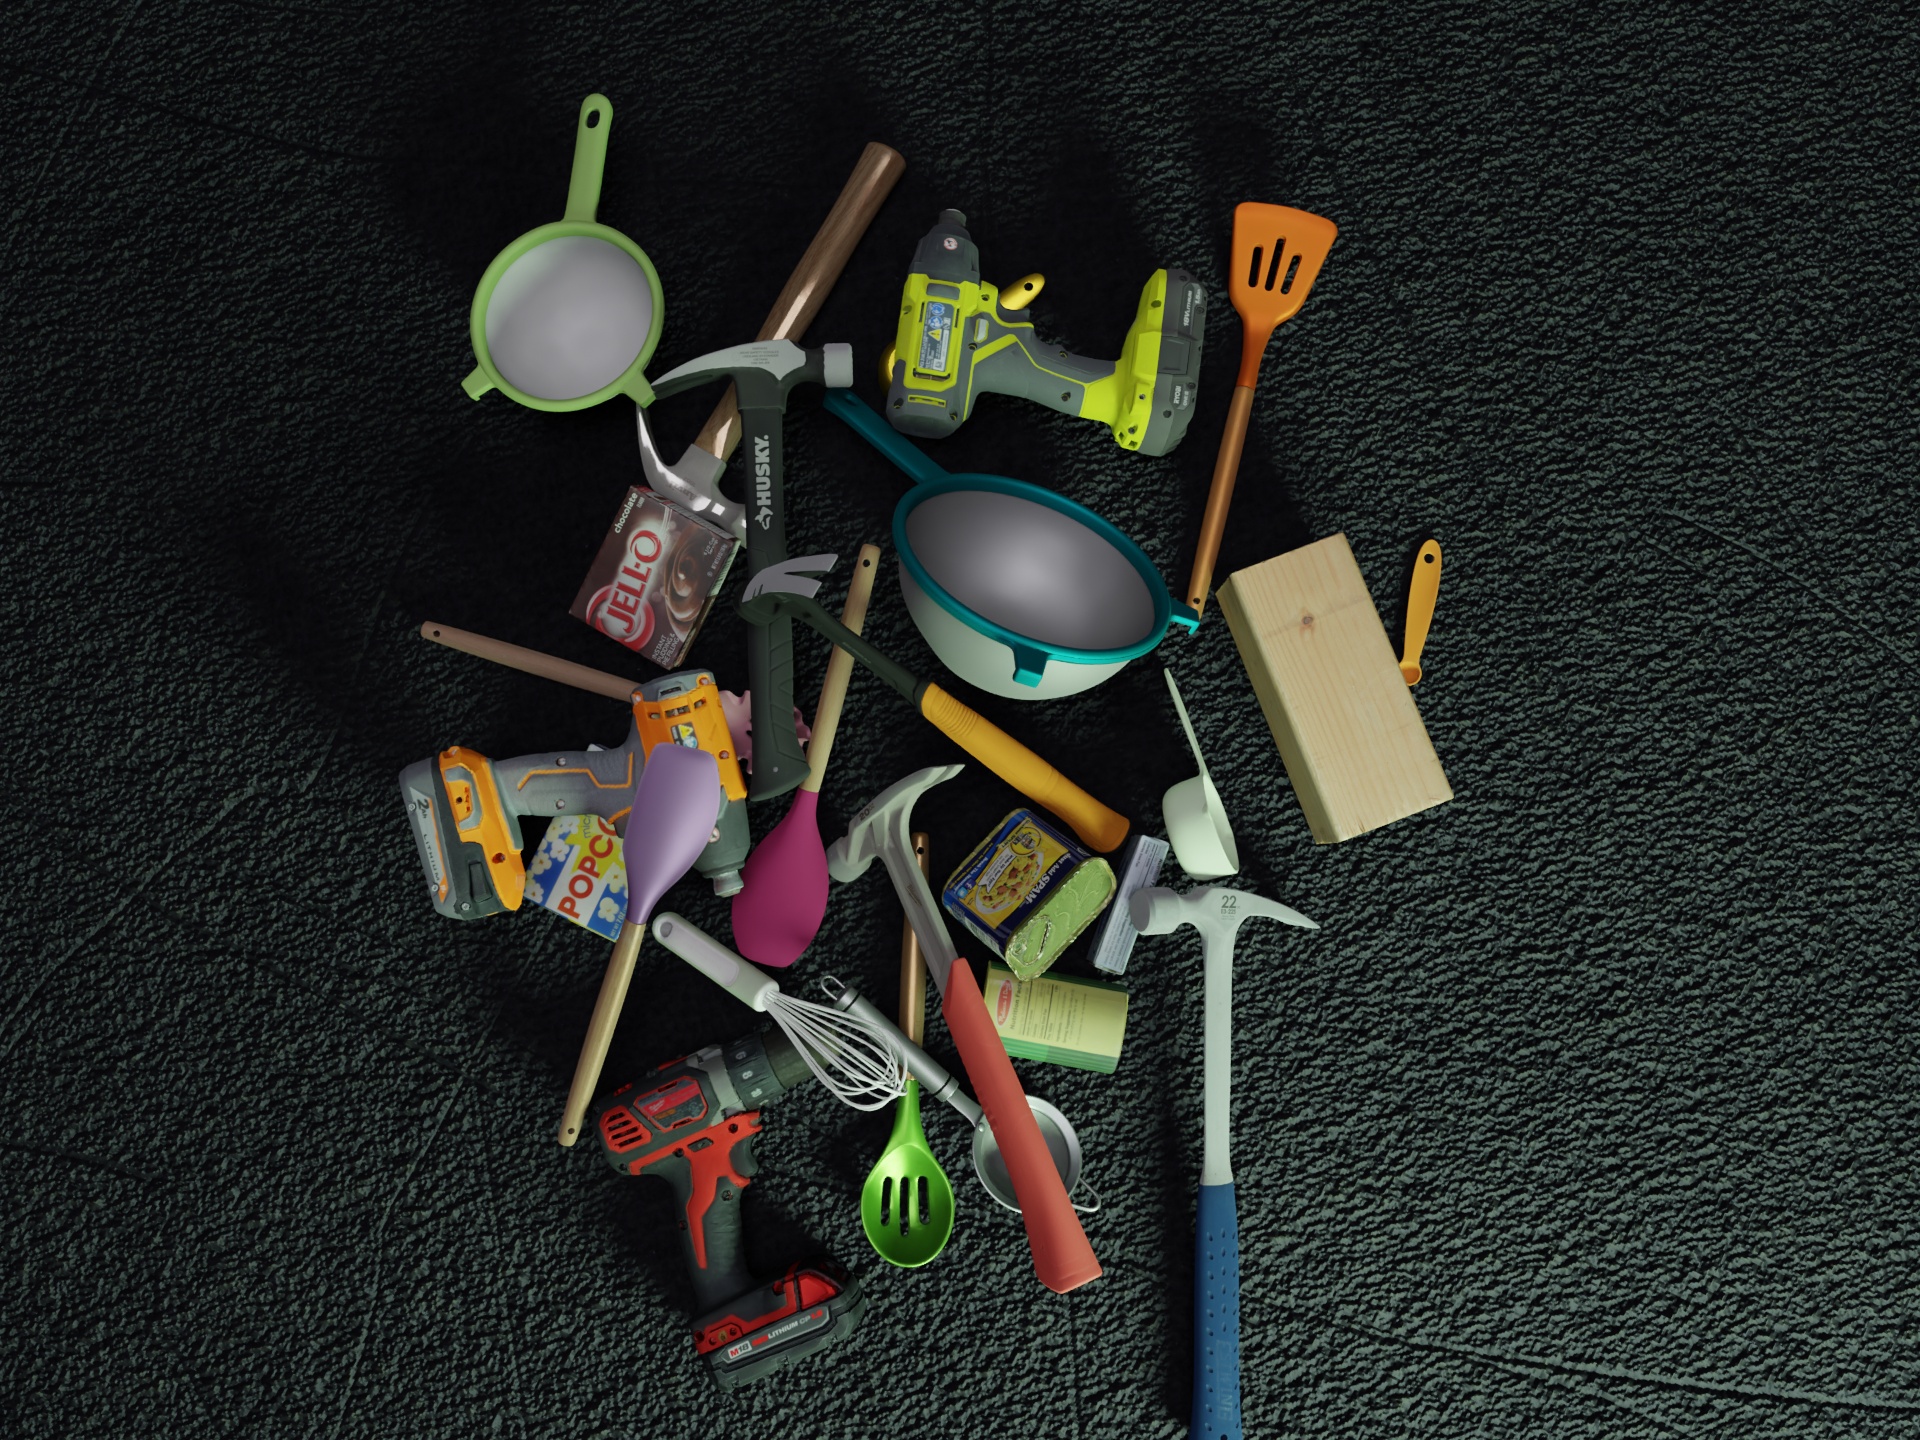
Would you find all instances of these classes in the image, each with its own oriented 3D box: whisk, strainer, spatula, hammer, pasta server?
[{"bbox_3d":[-0.134,0.202,1.138,0.246,0.059,0.058,28,88,29],"label":"whisk"},{"bbox_3d":[-0.002,-0.122,1.183,0.211,0.095,0.341,-19,53,-43],"label":"strainer"},{"bbox_3d":[-0.005,0.271,1.153,0.258,0.050,0.087,43,54,-4],"label":"strainer"},{"bbox_3d":[0.214,-0.234,1.220,0.081,0.041,0.322,13,85,2],"label":"spatula"},{"bbox_3d":[0.191,0.322,1.149,0.144,0.035,0.405,1,88,-23],"label":"hammer"},{"bbox_3d":[-0.287,-0.351,1.228,0.151,0.069,0.256,4,80,8],"label":"strainer"},{"bbox_3d":[-0.140,-0.305,1.238,0.130,0.031,0.331,29,85,3],"label":"hammer"},{"bbox_3d":[-0.002,-0.004,1.120,0.336,0.127,0.034,36,71,-22],"label":"hammer"},{"bbox_3d":[-0.263,-0.025,1.207,0.316,0.040,0.060,17,93,4],"label":"pasta server"},{"bbox_3d":[0.015,0.213,1.102,0.149,0.036,0.359,-40,67,40],"label":"hammer"},{"bbox_3d":[-0.146,-0.109,1.153,0.146,0.035,0.335,-2,85,-3],"label":"hammer"},{"bbox_3d":[-0.233,0.163,1.117,0.059,0.018,0.316,15,105,-22],"label":"spatula"}]

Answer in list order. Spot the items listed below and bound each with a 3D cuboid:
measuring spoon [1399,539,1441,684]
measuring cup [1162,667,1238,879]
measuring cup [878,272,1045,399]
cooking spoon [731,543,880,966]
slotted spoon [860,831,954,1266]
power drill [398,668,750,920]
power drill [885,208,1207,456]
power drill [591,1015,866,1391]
[{"bbox_3d":[0.351,-0.082,1.218,0.021,0.011,0.117,12,81,2],"label":"measuring spoon"},{"bbox_3d":[0.164,0.040,1.186,0.038,0.083,0.168,-21,67,15],"label":"measuring cup"},{"bbox_3d":[0.003,-0.302,1.235,0.156,0.029,0.062,-38,85,-1],"label":"measuring cup"},{"bbox_3d":[-0.106,0.026,1.167,0.069,0.017,0.319,15,93,3],"label":"cooking spoon"},{"bbox_3d":[-0.035,0.240,1.181,0.070,0.031,0.314,4,82,-11],"label":"slotted spoon"},{"bbox_3d":[-0.265,0.070,1.137,0.226,0.084,0.164,-17,87,-5],"label":"power drill"},{"bbox_3d":[0.065,-0.289,1.197,0.223,0.080,0.171,9,81,-4],"label":"power drill"},{"bbox_3d":[-0.143,0.339,1.149,0.188,0.080,0.227,-24,81,-2],"label":"power drill"}]
